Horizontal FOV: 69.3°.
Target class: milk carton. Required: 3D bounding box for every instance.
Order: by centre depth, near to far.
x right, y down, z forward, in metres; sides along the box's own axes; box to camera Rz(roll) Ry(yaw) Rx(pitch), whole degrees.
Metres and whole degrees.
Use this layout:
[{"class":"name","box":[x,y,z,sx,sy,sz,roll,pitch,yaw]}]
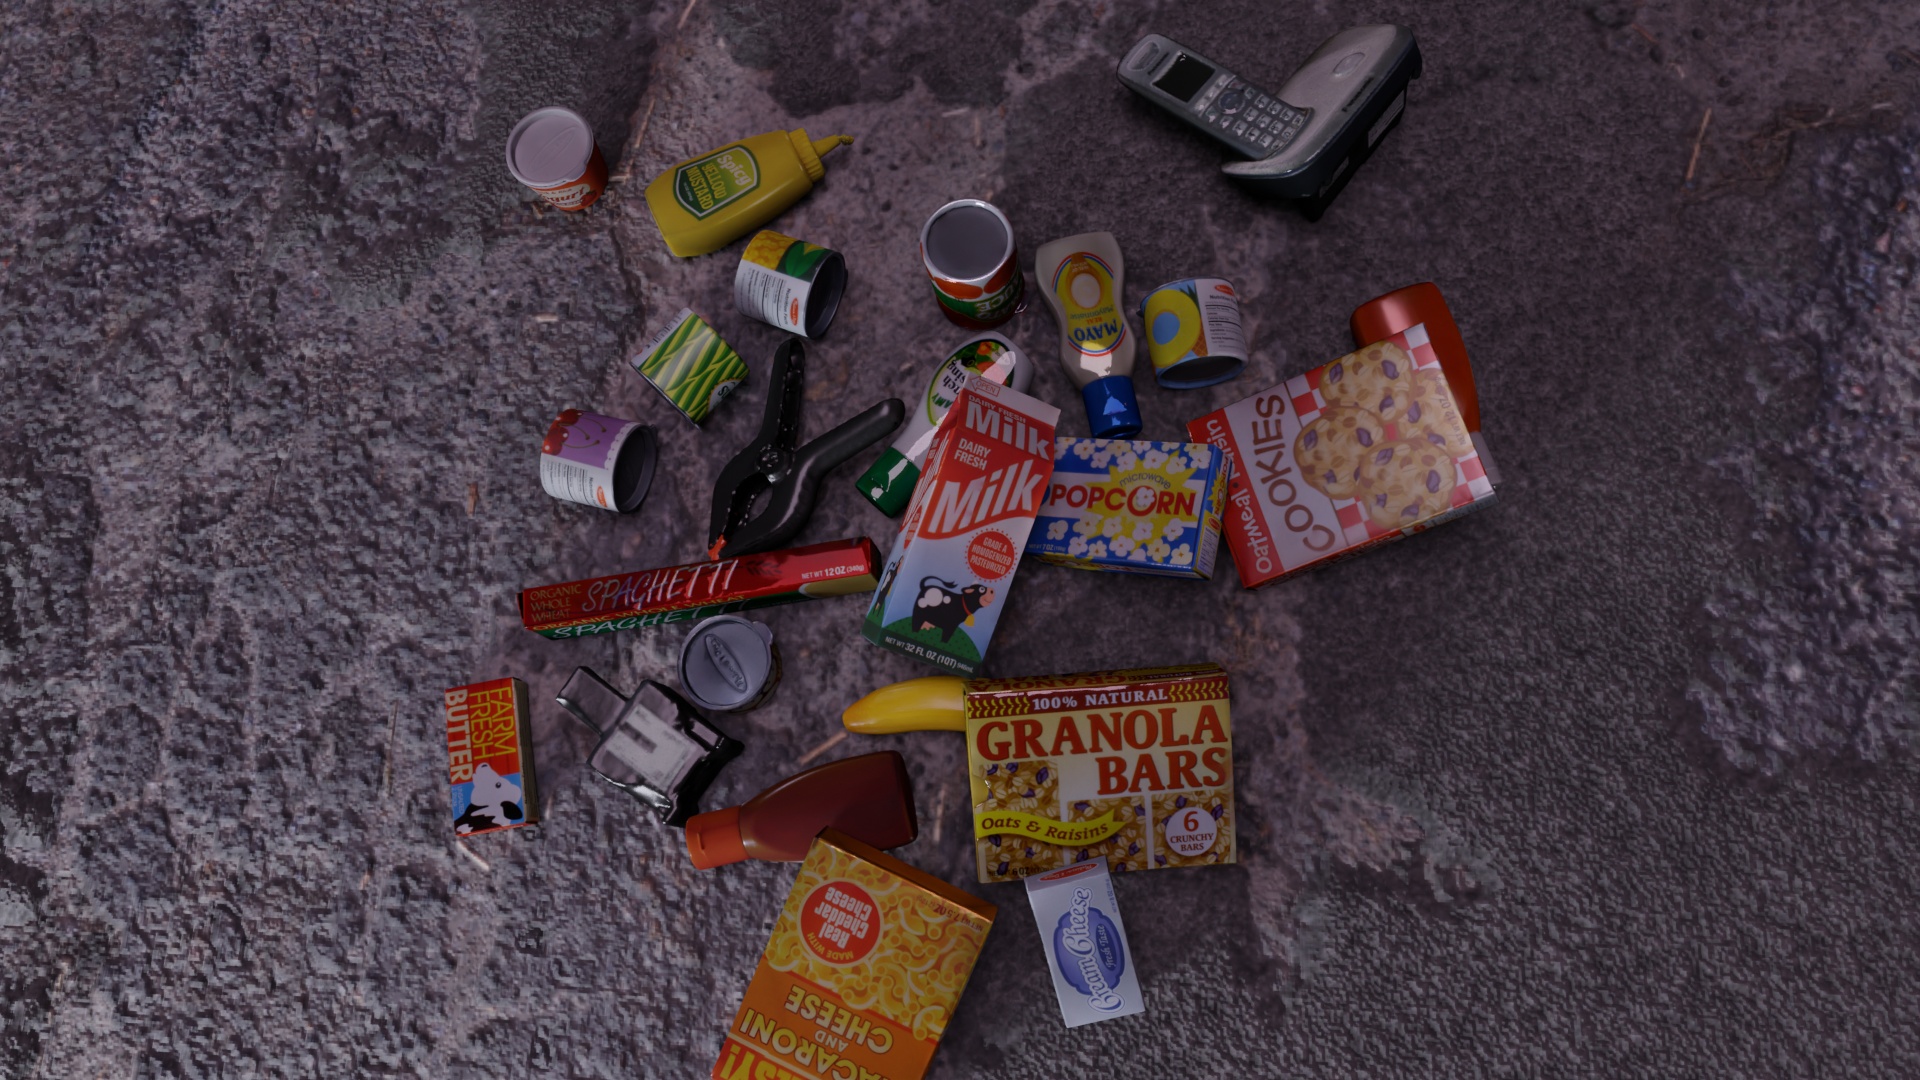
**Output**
[{"class":"milk carton","box":[0.003,-0.012,0.921,0.072,0.073,0.190,22,86,-12]}]

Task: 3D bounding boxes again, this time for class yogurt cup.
[{"class":"yogurt cup","box":[-0.305,-0.289,1.062,0.072,0.054,0.072,-2,76,7]}]

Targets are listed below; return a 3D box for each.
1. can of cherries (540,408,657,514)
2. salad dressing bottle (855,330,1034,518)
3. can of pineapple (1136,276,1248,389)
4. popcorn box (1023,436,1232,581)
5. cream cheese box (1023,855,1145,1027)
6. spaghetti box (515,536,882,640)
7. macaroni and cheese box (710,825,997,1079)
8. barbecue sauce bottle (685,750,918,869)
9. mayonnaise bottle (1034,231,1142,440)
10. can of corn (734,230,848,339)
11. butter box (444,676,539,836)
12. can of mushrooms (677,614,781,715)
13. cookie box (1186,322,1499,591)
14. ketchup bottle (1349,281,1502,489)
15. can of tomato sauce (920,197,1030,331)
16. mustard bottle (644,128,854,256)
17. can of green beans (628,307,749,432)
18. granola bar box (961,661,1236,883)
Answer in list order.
[{"class":"can of cherries","box":[-0.257,-0.059,0.993,0.058,0.071,0.071,13,78,11]},{"class":"salad dressing bottle","box":[-0.012,-0.081,0.978,0.064,0.044,0.148,40,84,17]},{"class":"can of pineapple","box":[0.161,-0.142,0.963,0.071,0.071,0.058,-9,75,5]},{"class":"popcorn box","box":[0.111,-0.022,0.929,0.126,0.038,0.085,5,76,31]},{"class":"cream cheese box","box":[0.078,0.251,0.867,0.053,0.024,0.103,-15,106,4]},{"class":"spaghetti box","box":[-0.180,0.034,0.966,0.250,0.050,0.029,-9,74,5]},{"class":"macaroni and cheese box","box":[-0.066,0.283,0.874,0.124,0.040,0.166,24,92,7]},{"class":"barbecue sauce bottle","box":[-0.106,0.185,0.922,0.148,0.043,0.065,-14,79,4]},{"class":"mayonnaise bottle","box":[0.096,-0.143,0.982,0.065,0.041,0.148,-12,74,2]},{"class":"can of corn","box":[-0.123,-0.187,1.009,0.058,0.071,0.071,20,79,12]},{"class":"butter box","box":[-0.327,0.150,0.967,0.053,0.024,0.103,-11,75,3]},{"class":"can of mushrooms","box":[-0.157,0.085,0.959,0.071,0.033,0.071,-2,75,7]},{"class":"cookie box","box":[0.248,-0.052,0.917,0.167,0.040,0.123,-23,73,19]},{"class":"ketchup bottle","box":[0.320,-0.099,0.942,0.065,0.043,0.149,-20,74,4]},{"class":"can of tomato sauce","box":[0.011,-0.194,0.984,0.071,0.083,0.071,-2,76,7]},{"class":"mustard bottle","box":[-0.154,-0.271,1.042,0.160,0.048,0.065,-27,76,0]},{"class":"can of green beans","box":[-0.194,-0.125,1.000,0.071,0.071,0.058,42,84,15]},{"class":"granola bar box","box":[0.088,0.146,0.878,0.166,0.039,0.124,-4,98,-1]}]
